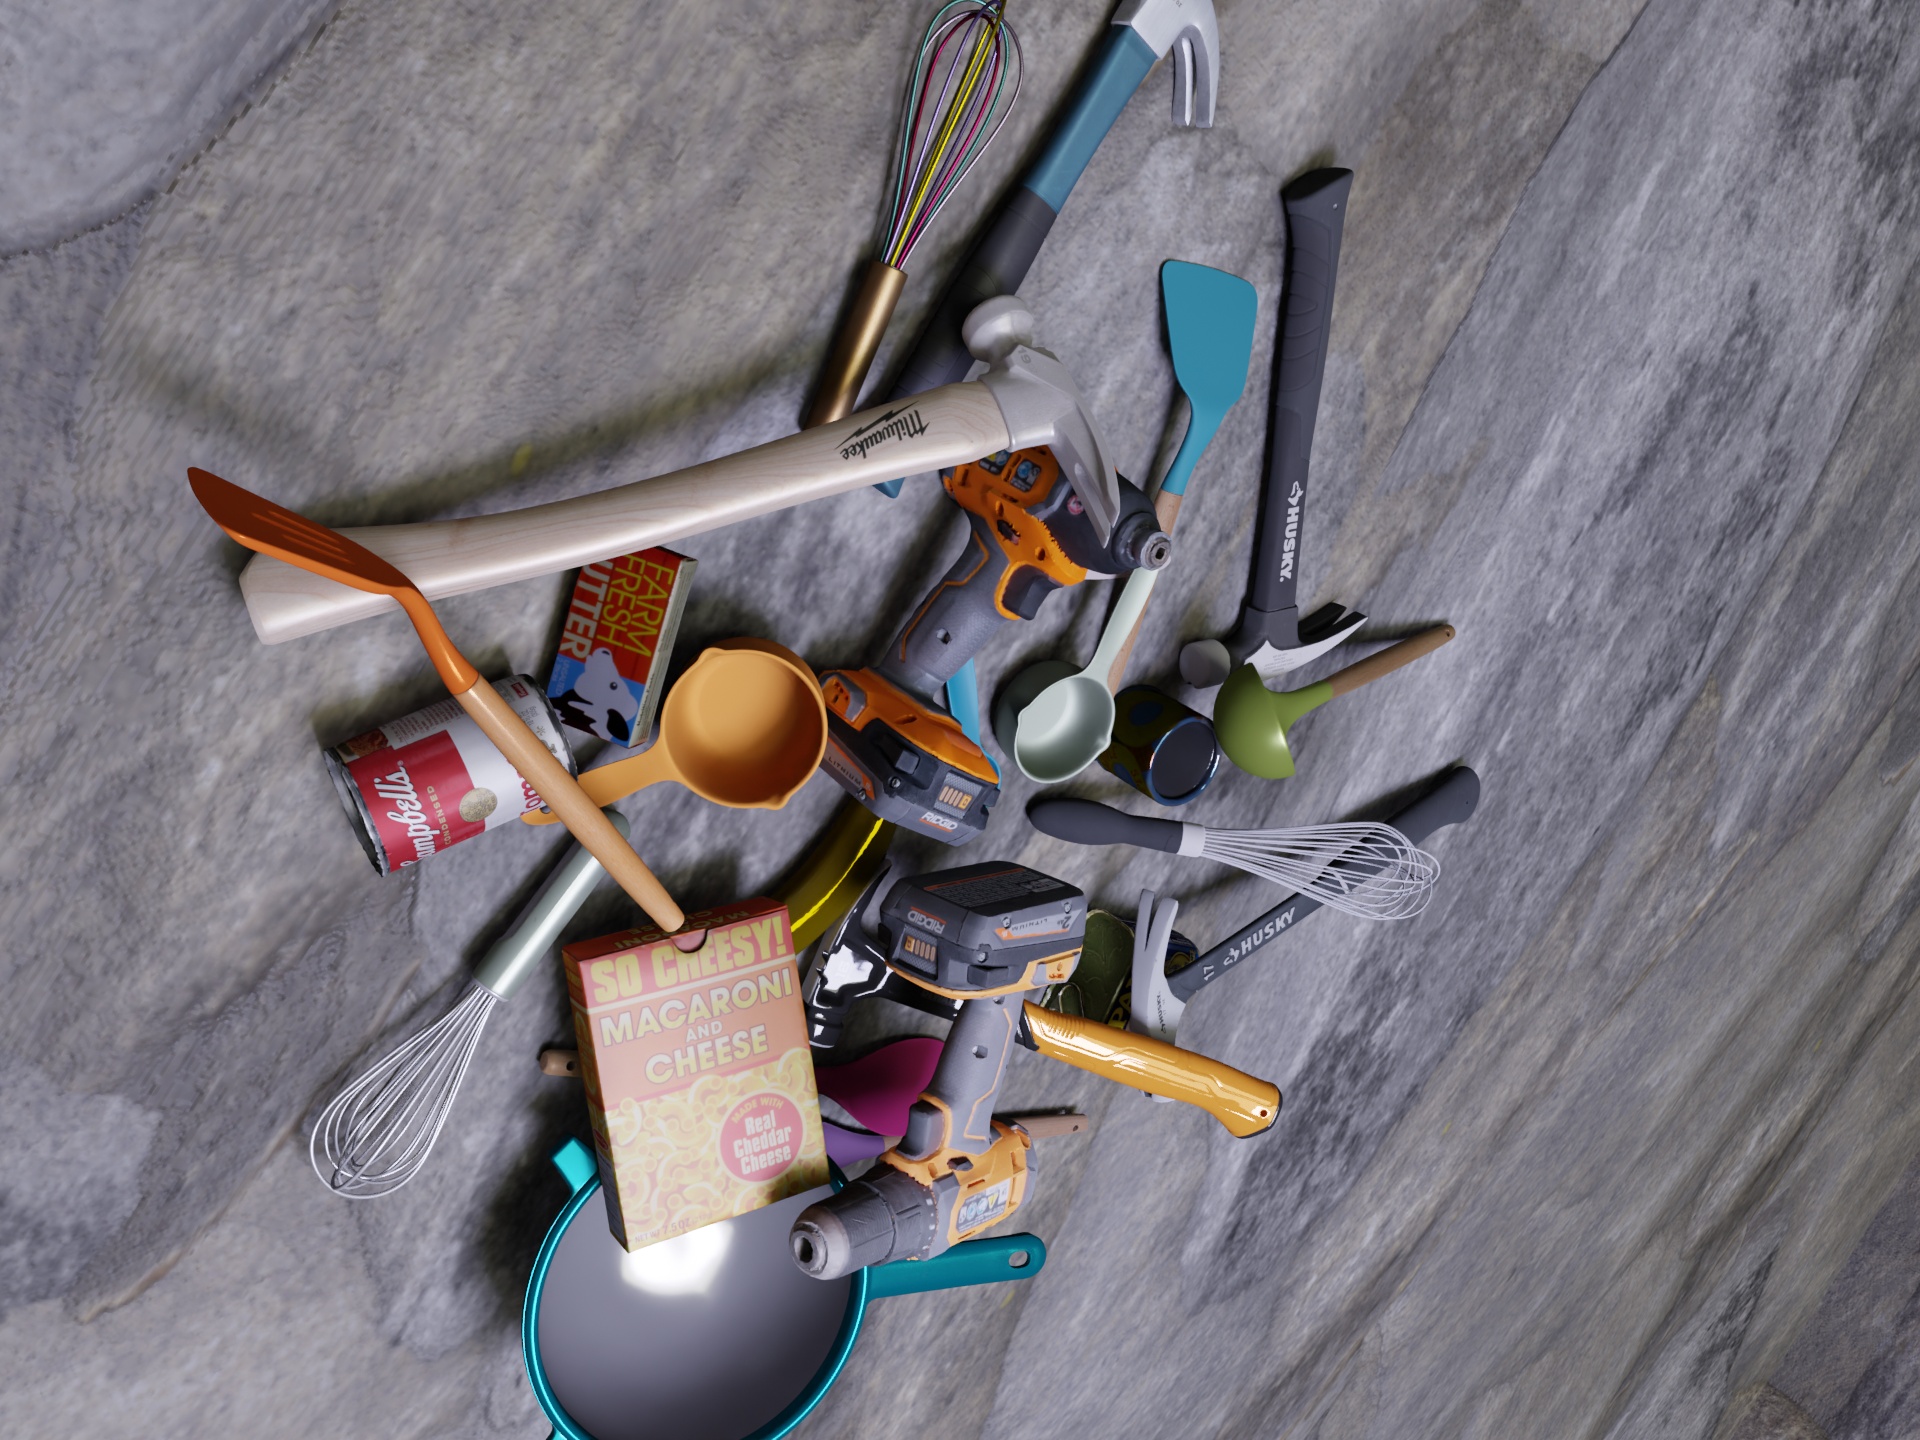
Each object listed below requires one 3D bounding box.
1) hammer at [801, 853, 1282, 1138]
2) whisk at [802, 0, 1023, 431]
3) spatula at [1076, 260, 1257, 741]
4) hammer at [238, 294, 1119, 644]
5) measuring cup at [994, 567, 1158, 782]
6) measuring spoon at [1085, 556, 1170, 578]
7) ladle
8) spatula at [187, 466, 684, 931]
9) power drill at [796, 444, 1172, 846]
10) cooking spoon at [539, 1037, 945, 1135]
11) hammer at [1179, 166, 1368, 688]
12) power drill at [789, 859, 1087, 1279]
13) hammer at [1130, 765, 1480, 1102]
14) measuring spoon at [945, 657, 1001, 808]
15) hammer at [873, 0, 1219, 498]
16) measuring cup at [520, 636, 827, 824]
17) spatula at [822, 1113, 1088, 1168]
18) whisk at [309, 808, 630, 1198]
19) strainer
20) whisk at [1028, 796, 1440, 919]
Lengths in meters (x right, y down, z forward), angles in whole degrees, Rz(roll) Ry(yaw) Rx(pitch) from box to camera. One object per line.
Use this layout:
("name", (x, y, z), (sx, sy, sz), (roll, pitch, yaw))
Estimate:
("hammer", (0.066, 0.196, 1.030), (0.336, 0.034, 0.127), (22, 97, -16))
("whisk", (-0.029, -0.257, 0.824), (0.051, 0.047, 0.245), (14, 106, -41))
("spatula", (0.120, -0.125, 1.010), (0.082, 0.044, 0.317), (2, 115, -37))
("hammer", (-0.124, -0.099, 0.763), (0.410, 0.146, 0.038), (-18, 156, -17))
("measuring cup", (0.077, -0.041, 1.001), (0.083, 0.038, 0.167), (18, 103, -40))
("measuring spoon", (0.073, -0.099, 0.977), (0.124, 0.018, 0.034), (-5, 128, -23))
("ladle", (0.277, -0.030, 1.109), (0.320, 0.062, 0.078), (-21, 90, -44))
("spatula", (-0.218, 0.005, 0.721), (0.041, 0.081, 0.322), (-40, 131, -10))
("power drill", (0.016, -0.050, 0.876), (0.084, 0.164, 0.226), (25, 97, -44))
("cooking spoon", (-0.118, 0.225, 1.005), (0.318, 0.017, 0.069), (15, 90, -40))
("hammer", (0.223, -0.187, 1.046), (0.146, 0.035, 0.334), (-13, 118, -30))
("power drill", (-0.015, 0.206, 0.917), (0.185, 0.084, 0.226), (-4, 108, -51))
("hammer", (0.267, 0.123, 1.185), (0.409, 0.036, 0.149), (-26, 118, -36))
("measuring spoon", (-0.002, -0.003, 0.987), (0.042, 0.021, 0.128), (-17, 111, -28))
("hammer", (0.034, -0.272, 0.868), (0.128, 0.033, 0.331), (30, 92, -40))
("measuring cup", (-0.155, 0.014, 0.862), (0.173, 0.052, 0.095), (-21, 107, 4))
("spatula", (-0.035, 0.293, 1.099), (0.315, 0.018, 0.059), (4, 111, -36))
("whisk", (-0.258, 0.149, 0.851), (0.059, 0.058, 0.246), (38, 81, -12))
("strainer", (-0.112, 0.337, 0.991), (0.340, 0.095, 0.211), (4, 90, -29))
("whisk", (0.185, 0.084, 1.066), (0.284, 0.070, 0.070), (10, 108, -7))
